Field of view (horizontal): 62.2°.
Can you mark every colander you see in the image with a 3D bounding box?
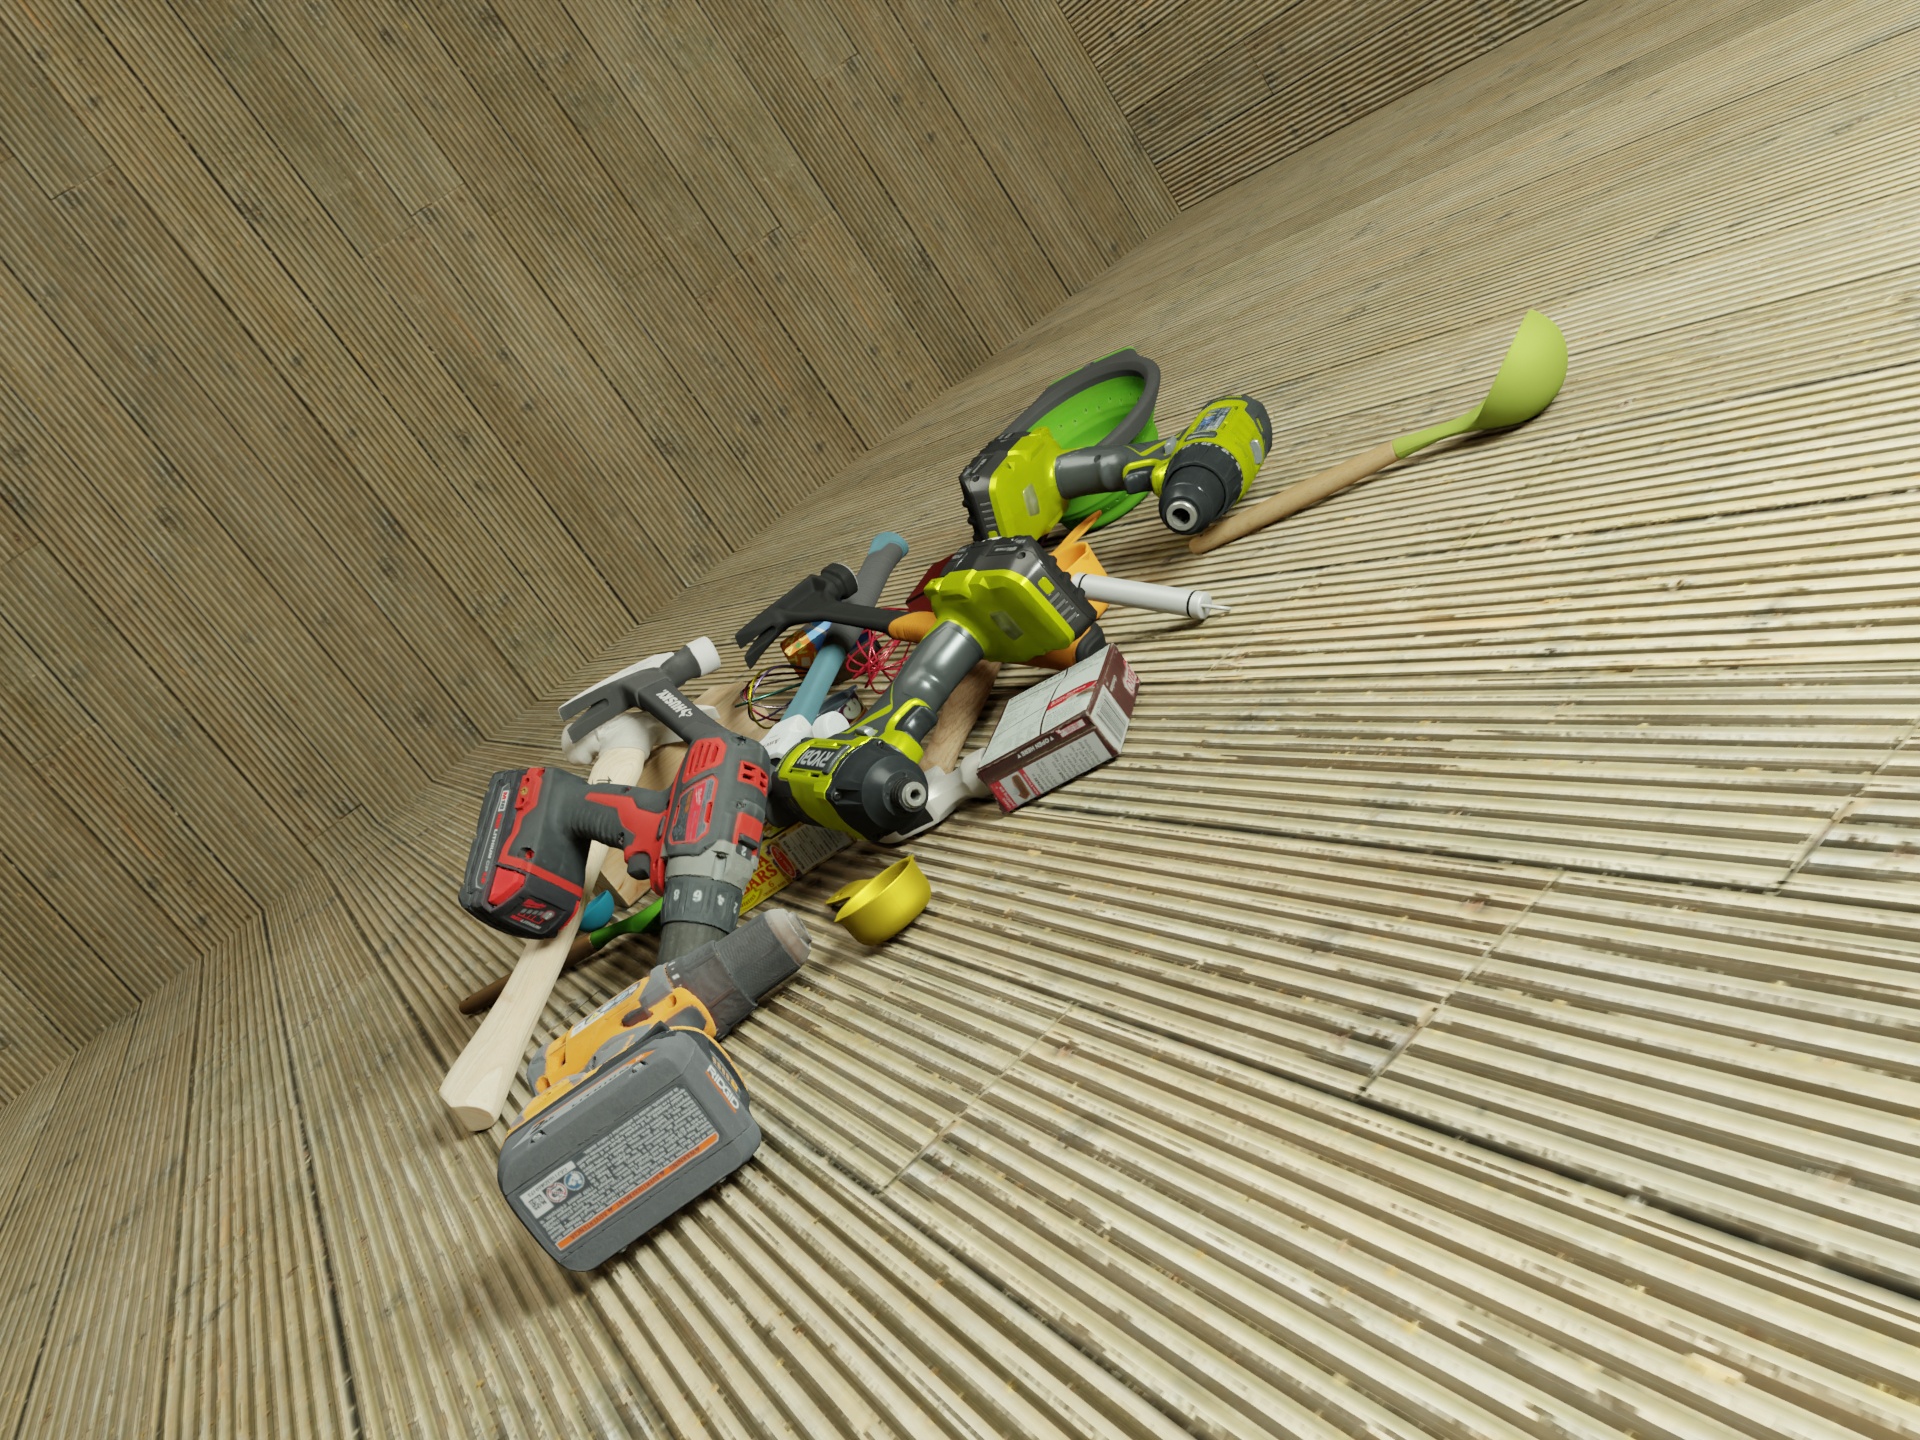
[{"bbox_3d":[0.100,-0.194,1.462,0.204,0.094,0.397,-19,33,34],"label":"colander"}]

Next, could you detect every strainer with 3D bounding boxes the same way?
[{"bbox_3d":[0.082,-0.100,1.151,0.259,0.050,0.086,13,0,37],"label":"strainer"}]

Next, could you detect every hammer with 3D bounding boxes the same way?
[{"bbox_3d":[-0.205,0.014,1.247,0.146,0.035,0.335,-26,29,-21],"label":"hammer"},{"bbox_3d":[-0.105,-0.065,1.364,0.128,0.033,0.331,-23,28,32],"label":"hammer"},{"bbox_3d":[-0.295,0.134,1.230,0.146,0.038,0.411,-8,39,17],"label":"hammer"},{"bbox_3d":[-0.029,-0.068,1.237,0.337,0.034,0.127,11,42,42],"label":"hammer"},{"bbox_3d":[-0.002,-0.004,1.201,0.130,0.031,0.331,-28,16,23],"label":"hammer"}]

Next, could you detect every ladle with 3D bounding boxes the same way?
[{"bbox_3d":[0.280,-0.191,1.123,0.320,0.062,0.078,-24,18,44],"label":"ladle"}]

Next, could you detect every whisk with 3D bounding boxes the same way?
[{"bbox_3d":[-0.044,-0.096,1.517,0.073,0.073,0.296,-28,11,24],"label":"whisk"},{"bbox_3d":[-0.135,-0.034,1.464,0.051,0.047,0.245,-32,-3,25],"label":"whisk"}]

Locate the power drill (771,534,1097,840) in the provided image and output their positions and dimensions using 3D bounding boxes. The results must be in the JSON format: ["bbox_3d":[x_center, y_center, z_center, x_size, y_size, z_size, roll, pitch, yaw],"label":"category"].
[{"bbox_3d":[-0.016,-0.017,1.060,0.223,0.080,0.171,-51,22,-18],"label":"power drill"}]

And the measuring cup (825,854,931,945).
[{"bbox_3d":[-0.057,0.116,0.989,0.062,0.029,0.156,-40,4,-17],"label":"measuring cup"}]

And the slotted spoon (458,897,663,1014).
[{"bbox_3d":[-0.311,0.186,1.294,0.314,0.031,0.070,-28,17,31],"label":"slotted spoon"}]

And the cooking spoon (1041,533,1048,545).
[{"bbox_3d":[0.030,-0.112,1.484,0.068,0.017,0.319,-34,13,33],"label":"cooking spoon"}]

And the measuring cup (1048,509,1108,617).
[{"bbox_3d":[0.095,-0.118,1.303,0.095,0.052,0.174,-24,17,36],"label":"measuring cup"}]

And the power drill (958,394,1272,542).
[{"bbox_3d":[0.121,-0.187,1.254,0.228,0.080,0.191,-5,27,27],"label":"power drill"}]

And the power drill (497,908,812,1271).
[{"bbox_3d":[-0.159,0.187,0.880,0.185,0.084,0.226,-35,11,-3],"label":"power drill"}]

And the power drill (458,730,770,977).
[{"bbox_3d":[-0.238,0.108,1.105,0.227,0.080,0.188,-7,63,30],"label":"power drill"}]

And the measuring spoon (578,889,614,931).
[{"bbox_3d":[-0.334,0.180,1.391,0.128,0.021,0.042,-31,15,51],"label":"measuring spoon"}]
